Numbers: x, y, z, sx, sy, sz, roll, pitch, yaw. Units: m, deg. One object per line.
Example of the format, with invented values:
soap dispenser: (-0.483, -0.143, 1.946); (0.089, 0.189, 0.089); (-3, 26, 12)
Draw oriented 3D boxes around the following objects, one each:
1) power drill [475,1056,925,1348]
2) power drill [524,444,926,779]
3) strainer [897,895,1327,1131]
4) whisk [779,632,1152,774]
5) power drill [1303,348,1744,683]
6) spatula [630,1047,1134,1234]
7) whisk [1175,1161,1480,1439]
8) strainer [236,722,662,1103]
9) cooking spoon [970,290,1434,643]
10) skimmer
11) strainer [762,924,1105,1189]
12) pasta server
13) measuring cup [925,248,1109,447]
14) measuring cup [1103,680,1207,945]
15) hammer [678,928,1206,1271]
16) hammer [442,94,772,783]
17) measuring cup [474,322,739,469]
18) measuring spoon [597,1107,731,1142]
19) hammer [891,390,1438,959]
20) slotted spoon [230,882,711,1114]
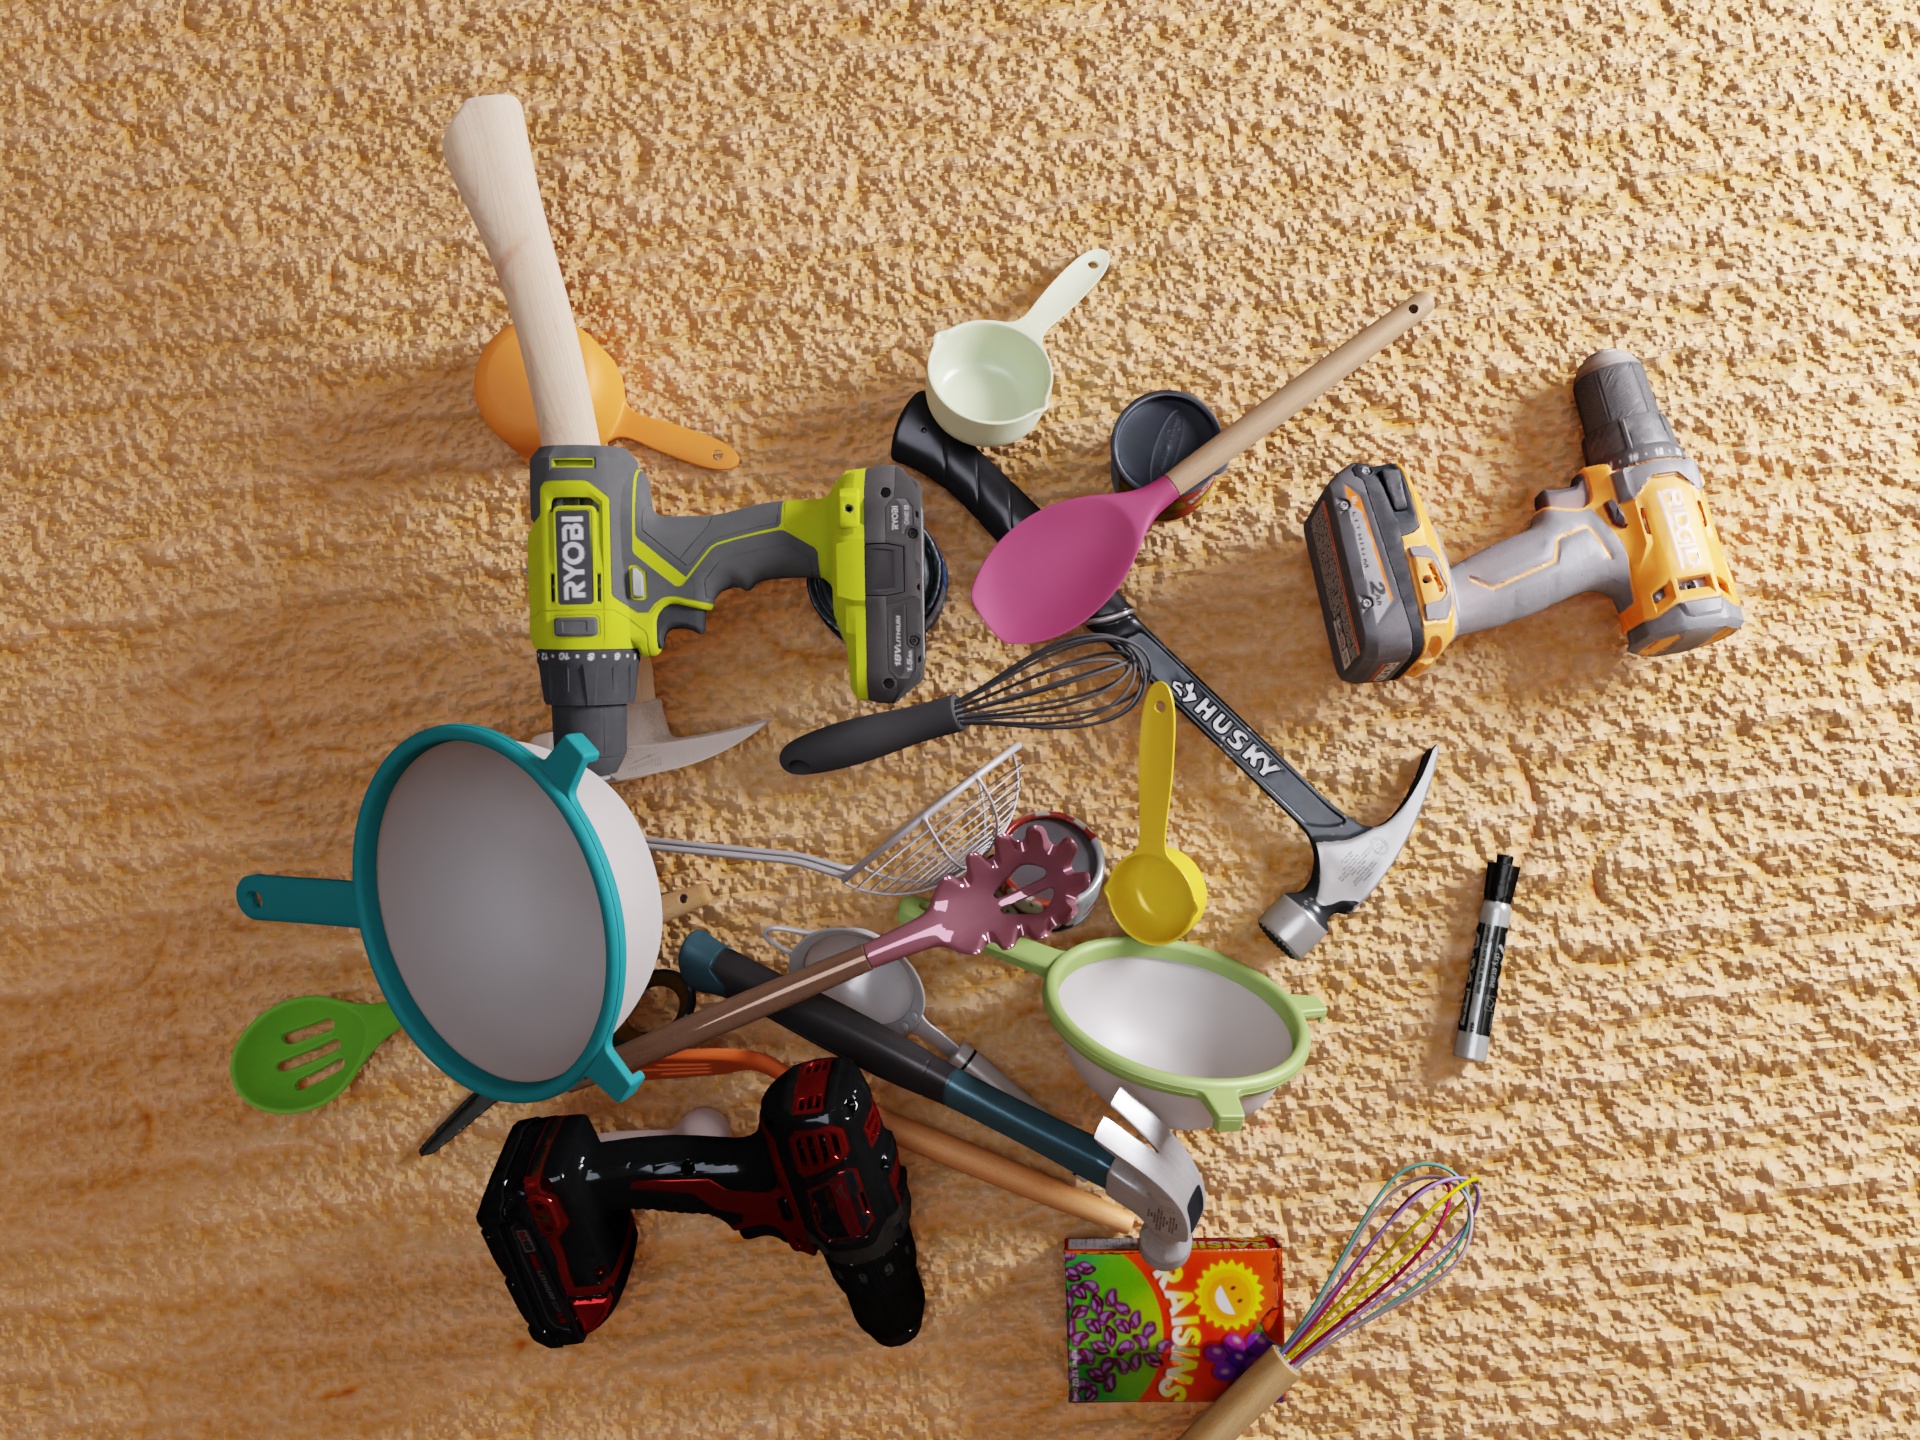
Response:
power drill: (-0.136, 0.291, 0.904); (0.226, 0.080, 0.187); (-11, 115, 8)
power drill: (-0.135, -0.062, 0.917); (0.228, 0.080, 0.190); (-1, 94, 0)
strainer: (0.070, 0.172, 0.917); (0.256, 0.151, 0.069); (19, 114, 25)
whisk: (-0.001, -0.003, 0.944); (0.239, 0.055, 0.055); (-15, 82, 19)
power drill: (0.321, -0.119, 0.926); (0.226, 0.084, 0.185); (-8, 75, -3)
spatula: (-0.053, 0.244, 0.935); (0.322, 0.081, 0.041); (21, 67, 2)
whisk: (0.191, 0.331, 0.863); (0.051, 0.047, 0.245); (44, 94, 5)
strainer: (-0.290, 0.101, 0.931); (0.340, 0.095, 0.211); (-2, 99, 35)
cooking spoon: (0.143, -0.150, 0.919); (0.319, 0.017, 0.069); (-36, 83, 0)
skimmer: (-0.142, 0.048, 0.945); (0.363, 0.127, 0.090); (3, 100, 14)
strainer: (-0.006, 0.194, 0.940); (0.258, 0.050, 0.086); (40, 128, 2)
pasta server: (-0.077, 0.140, 0.875); (0.316, 0.040, 0.060); (-23, 76, 3)
measuring cup: (0.042, -0.233, 0.985); (0.083, 0.038, 0.168); (35, 64, 9)
measuring cup: (0.119, 0.053, 0.928); (0.062, 0.029, 0.156); (8, 102, 33)
hammer: (-0.017, 0.201, 0.897); (0.331, 0.128, 0.033); (23, 54, 19)
hammer: (-0.226, -0.168, 0.960); (0.146, 0.038, 0.410); (-12, 95, 0)
measuring cup: (-0.223, -0.196, 0.999); (0.173, 0.052, 0.095); (21, 85, 9)
measuring spoon: (-0.200, 0.258, 0.960); (0.124, 0.018, 0.034); (-9, 83, 5)
hammer: (0.108, -0.052, 0.962); (0.149, 0.036, 0.409); (-44, 81, -2)
slotted spoon: (-0.296, 0.162, 0.968); (0.314, 0.031, 0.070); (-22, 75, 5)
